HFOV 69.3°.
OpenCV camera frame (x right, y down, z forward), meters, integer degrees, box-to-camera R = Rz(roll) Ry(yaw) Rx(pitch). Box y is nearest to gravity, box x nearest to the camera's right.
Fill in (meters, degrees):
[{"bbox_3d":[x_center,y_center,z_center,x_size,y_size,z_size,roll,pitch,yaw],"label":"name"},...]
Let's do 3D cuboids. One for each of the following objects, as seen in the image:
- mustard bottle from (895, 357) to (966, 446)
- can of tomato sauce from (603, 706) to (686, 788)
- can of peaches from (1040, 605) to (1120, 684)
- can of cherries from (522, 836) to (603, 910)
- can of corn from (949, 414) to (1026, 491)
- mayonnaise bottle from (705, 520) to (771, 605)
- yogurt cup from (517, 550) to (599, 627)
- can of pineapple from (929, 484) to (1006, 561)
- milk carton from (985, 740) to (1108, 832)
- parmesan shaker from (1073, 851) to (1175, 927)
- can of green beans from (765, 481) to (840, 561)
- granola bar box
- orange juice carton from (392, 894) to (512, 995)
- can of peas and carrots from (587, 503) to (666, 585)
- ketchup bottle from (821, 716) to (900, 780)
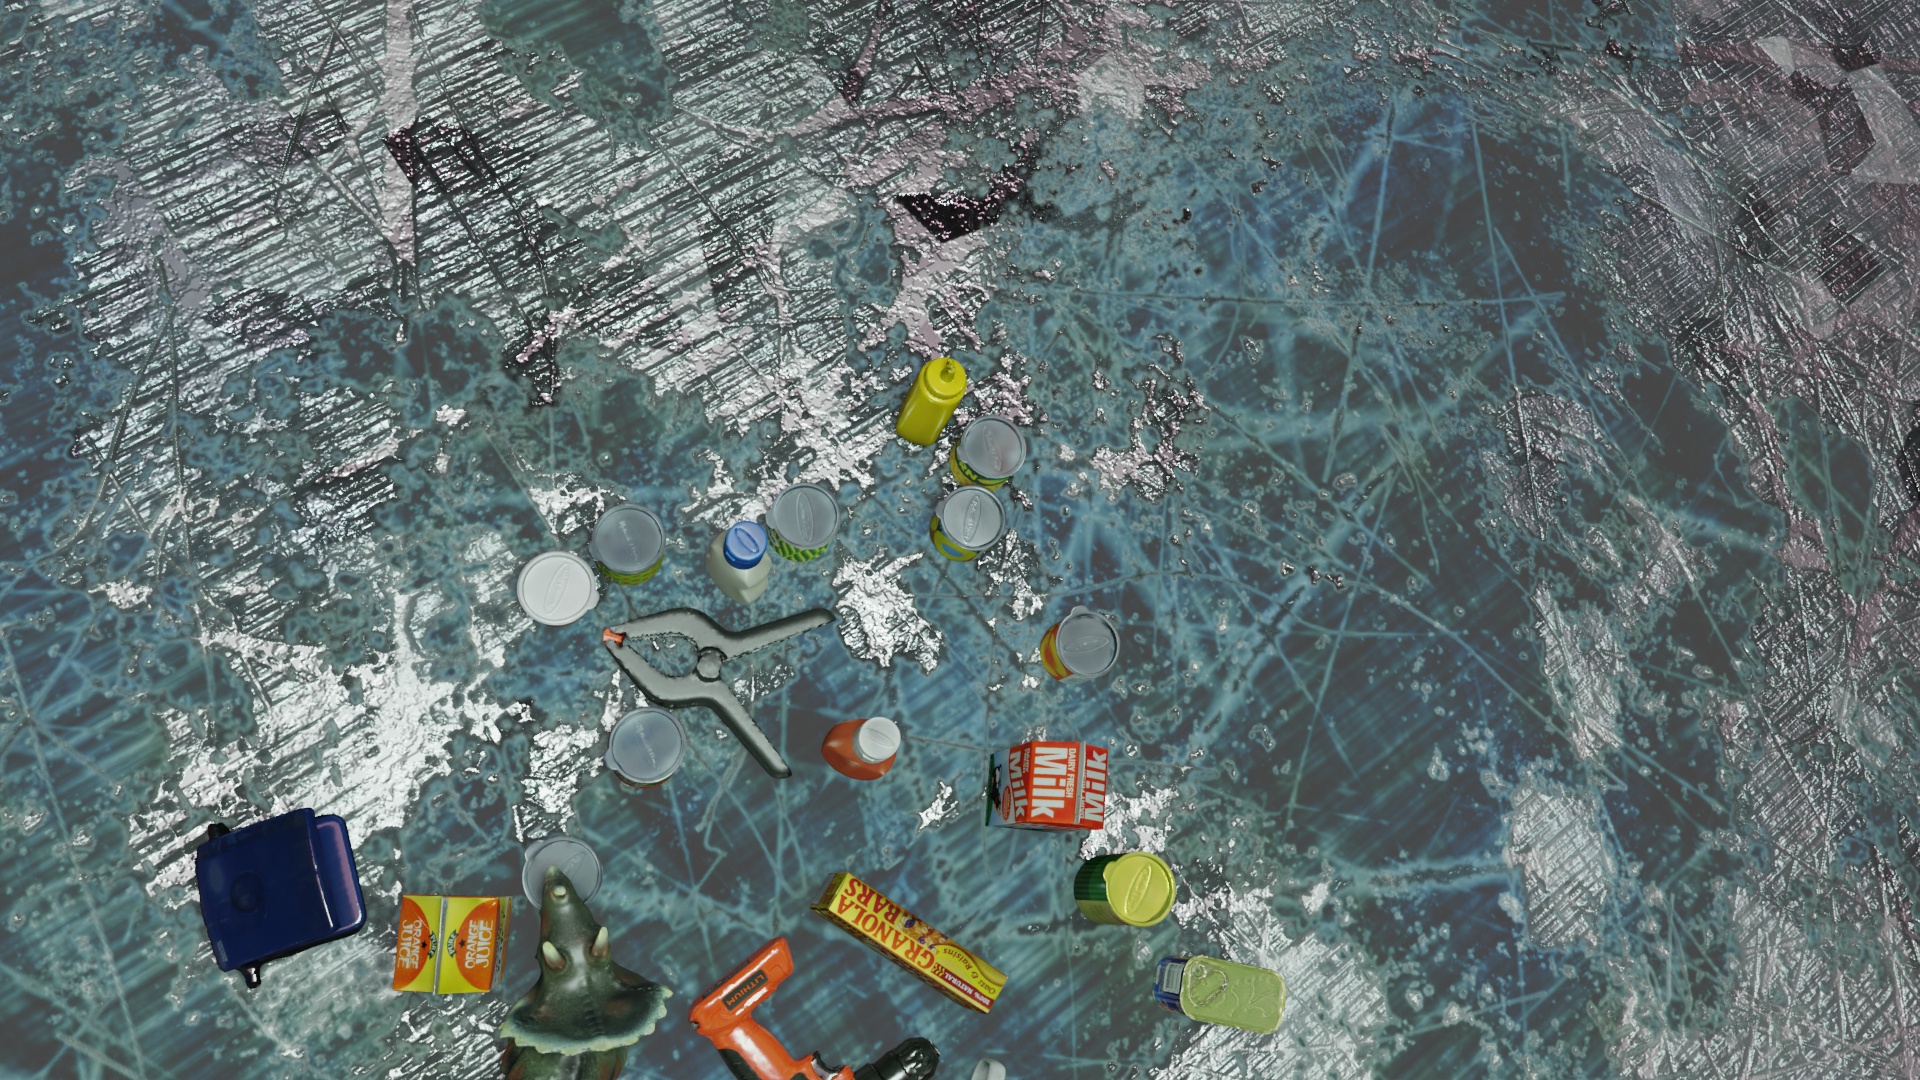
[{"bbox_3d":[-0.024,-0.140,1.344,0.049,0.159,0.065,22,72,-7],"label":"mustard bottle"},{"bbox_3d":[-0.281,0.187,1.237,0.071,0.083,0.071,3,75,-13],"label":"can of tomato sauce"},{"bbox_3d":[0.117,0.104,1.368,0.071,0.058,0.071,3,75,-13],"label":"can of peaches"},{"bbox_3d":[-0.346,0.289,1.207,0.071,0.058,0.071,3,75,-13],"label":"can of cherries"},{"bbox_3d":[0.024,-0.086,1.395,0.071,0.058,0.071,3,75,-13],"label":"can of corn"},{"bbox_3d":[-0.200,0.017,1.266,0.041,0.147,0.065,-42,89,-19],"label":"mayonnaise bottle"},{"bbox_3d":[-0.367,0.048,1.267,0.072,0.053,0.072,3,75,-13],"label":"yogurt cup"},{"bbox_3d":[0.005,-0.017,1.373,0.071,0.057,0.071,3,75,-13],"label":"can of pineapple"},{"bbox_3d":[0.082,0.225,1.258,0.073,0.190,0.072,8,75,-12],"label":"milk carton"},{"bbox_3d":[0.149,0.323,1.295,0.071,0.102,0.071,3,75,-13],"label":"parmesan shaker"},{"bbox_3d":[-0.152,-0.017,1.335,0.071,0.057,0.071,3,75,-13],"label":"can of green beans"},{"bbox_3d":[-0.050,0.354,1.228,0.165,0.124,0.039,34,71,-3],"label":"granola bar box"},{"bbox_3d":[-0.406,0.321,1.113,0.073,0.192,0.072,5,75,-12],"label":"orange juice carton"},{"bbox_3d":[-0.310,0.006,1.290,0.071,0.058,0.071,3,75,-13],"label":"can of peas and carrots"},{"bbox_3d":[-0.085,0.186,1.250,0.065,0.148,0.044,28,72,-5],"label":"ketchup bottle"}]
